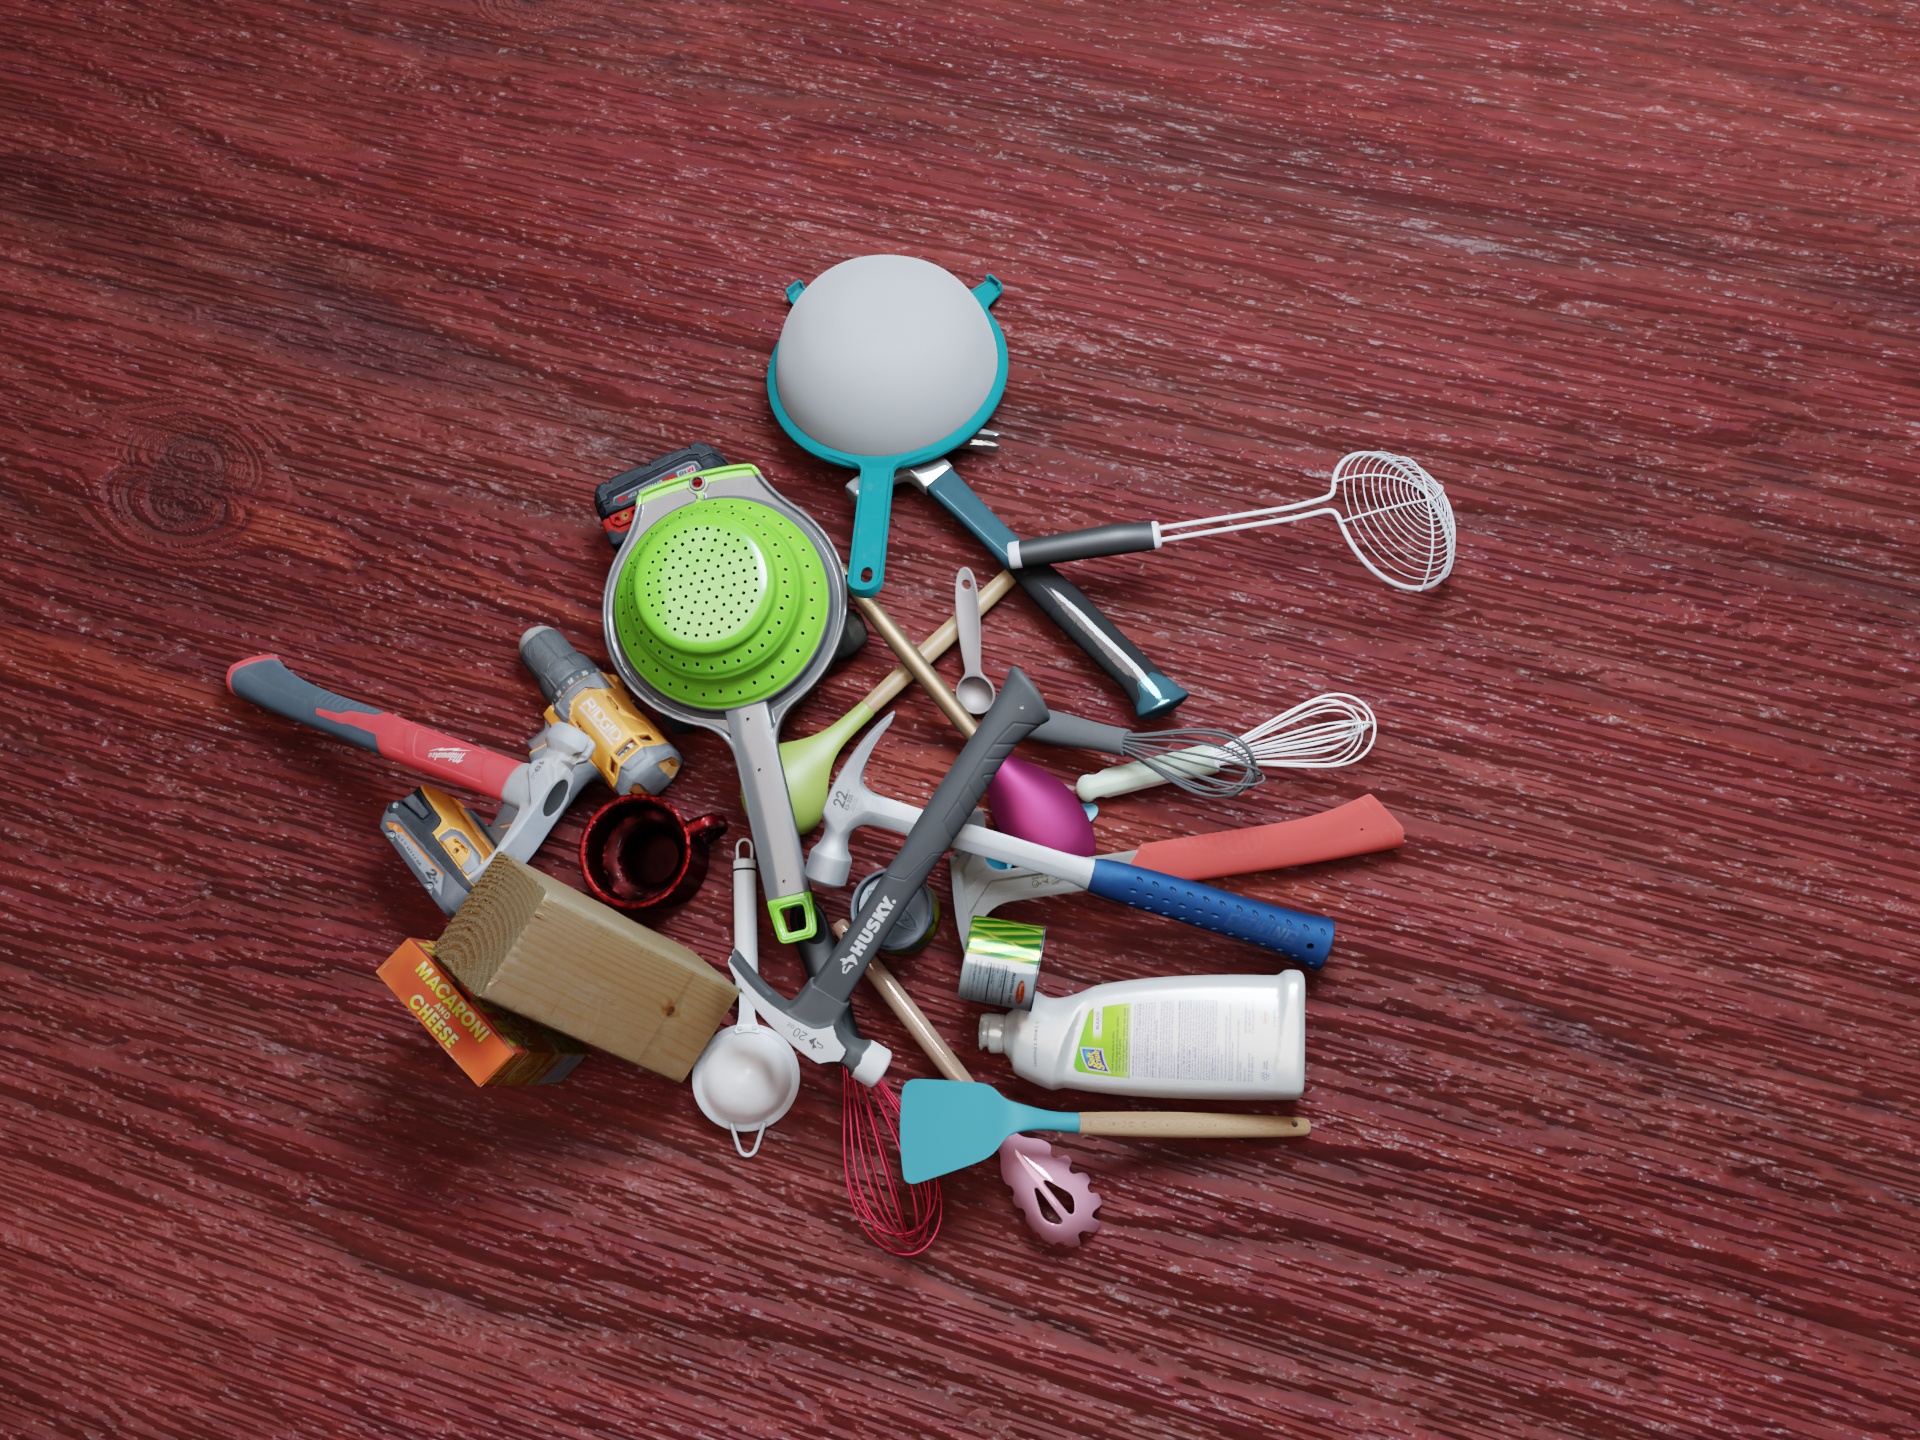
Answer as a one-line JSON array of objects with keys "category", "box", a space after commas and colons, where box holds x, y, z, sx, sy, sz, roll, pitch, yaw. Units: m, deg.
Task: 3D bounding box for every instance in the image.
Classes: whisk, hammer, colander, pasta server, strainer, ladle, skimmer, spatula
[{"category": "whisk", "box": [0.214, 0.029, 1.290, 0.246, 0.058, 0.059, -14, 89, 8]}, {"category": "hammer", "box": [0.172, 0.122, 1.270, 0.359, 0.037, 0.149, -8, 95, 1]}, {"category": "whisk", "box": [-0.083, 0.278, 1.267, 0.073, 0.073, 0.296, -21, 71, 2]}, {"category": "colander", "box": [-0.176, -0.022, 1.252, 0.204, 0.094, 0.397, -14, 81, 1]}, {"category": "pasta server", "box": [-0.001, 0.284, 1.267, 0.060, 0.040, 0.316, -40, 75, -2]}, {"category": "hammer", "box": [-0.040, 0.105, 1.196, 0.146, 0.035, 0.335, 32, 97, -5]}, {"category": "hammer", "box": [0.092, 0.111, 1.232, 0.405, 0.035, 0.144, 17, 96, -2]}, {"category": "strainer", "box": [-0.176, 0.223, 1.298, 0.087, 0.050, 0.259, -1, 74, -9]}, {"category": "hammer", "box": [0.059, -0.122, 1.329, 0.128, 0.033, 0.331, -41, 77, -12]}, {"category": "ladle", "box": [-0.058, -0.025, 1.341, 0.320, 0.062, 0.078, -43, 78, -10]}, {"category": "skimmer", "box": [0.223, -0.147, 1.306, 0.363, 0.090, 0.127, -8, 67, 7]}, {"category": "strainer", "box": [-0.071, -0.266, 1.315, 0.211, 0.095, 0.341, 0, 61, 7]}, {"category": "whisk", "box": [0.130, 0.020, 1.273, 0.239, 0.055, 0.055, 13, 79, 29]}, {"category": "hammer", "box": [-0.481, 0.025, 1.311, 0.386, 0.038, 0.143, 16, 66, 28]}, {"category": "spatula", "box": [0.113, 0.313, 1.225, 0.317, 0.044, 0.082, 3, 54, -8]}]

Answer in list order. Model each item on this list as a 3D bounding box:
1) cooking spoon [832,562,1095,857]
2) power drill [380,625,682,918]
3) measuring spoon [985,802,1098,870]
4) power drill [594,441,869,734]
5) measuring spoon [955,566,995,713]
[{"category": "cooking spoon", "box": [-0.002, -0.004, 1.306, 0.069, 0.017, 0.319, -38, 85, -11]}, {"category": "power drill", "box": [-0.373, 0.040, 1.340, 0.226, 0.084, 0.185, -41, 70, -7]}, {"category": "measuring spoon", "box": [0.056, 0.102, 1.310, 0.128, 0.021, 0.042, -27, 83, -9]}, {"category": "power drill", "box": [-0.197, -0.118, 1.354, 0.188, 0.080, 0.227, -23, 79, 2]}, {"category": "measuring spoon", "box": [0.011, -0.067, 1.326, 0.034, 0.018, 0.124, 0, 103, 22]}]
